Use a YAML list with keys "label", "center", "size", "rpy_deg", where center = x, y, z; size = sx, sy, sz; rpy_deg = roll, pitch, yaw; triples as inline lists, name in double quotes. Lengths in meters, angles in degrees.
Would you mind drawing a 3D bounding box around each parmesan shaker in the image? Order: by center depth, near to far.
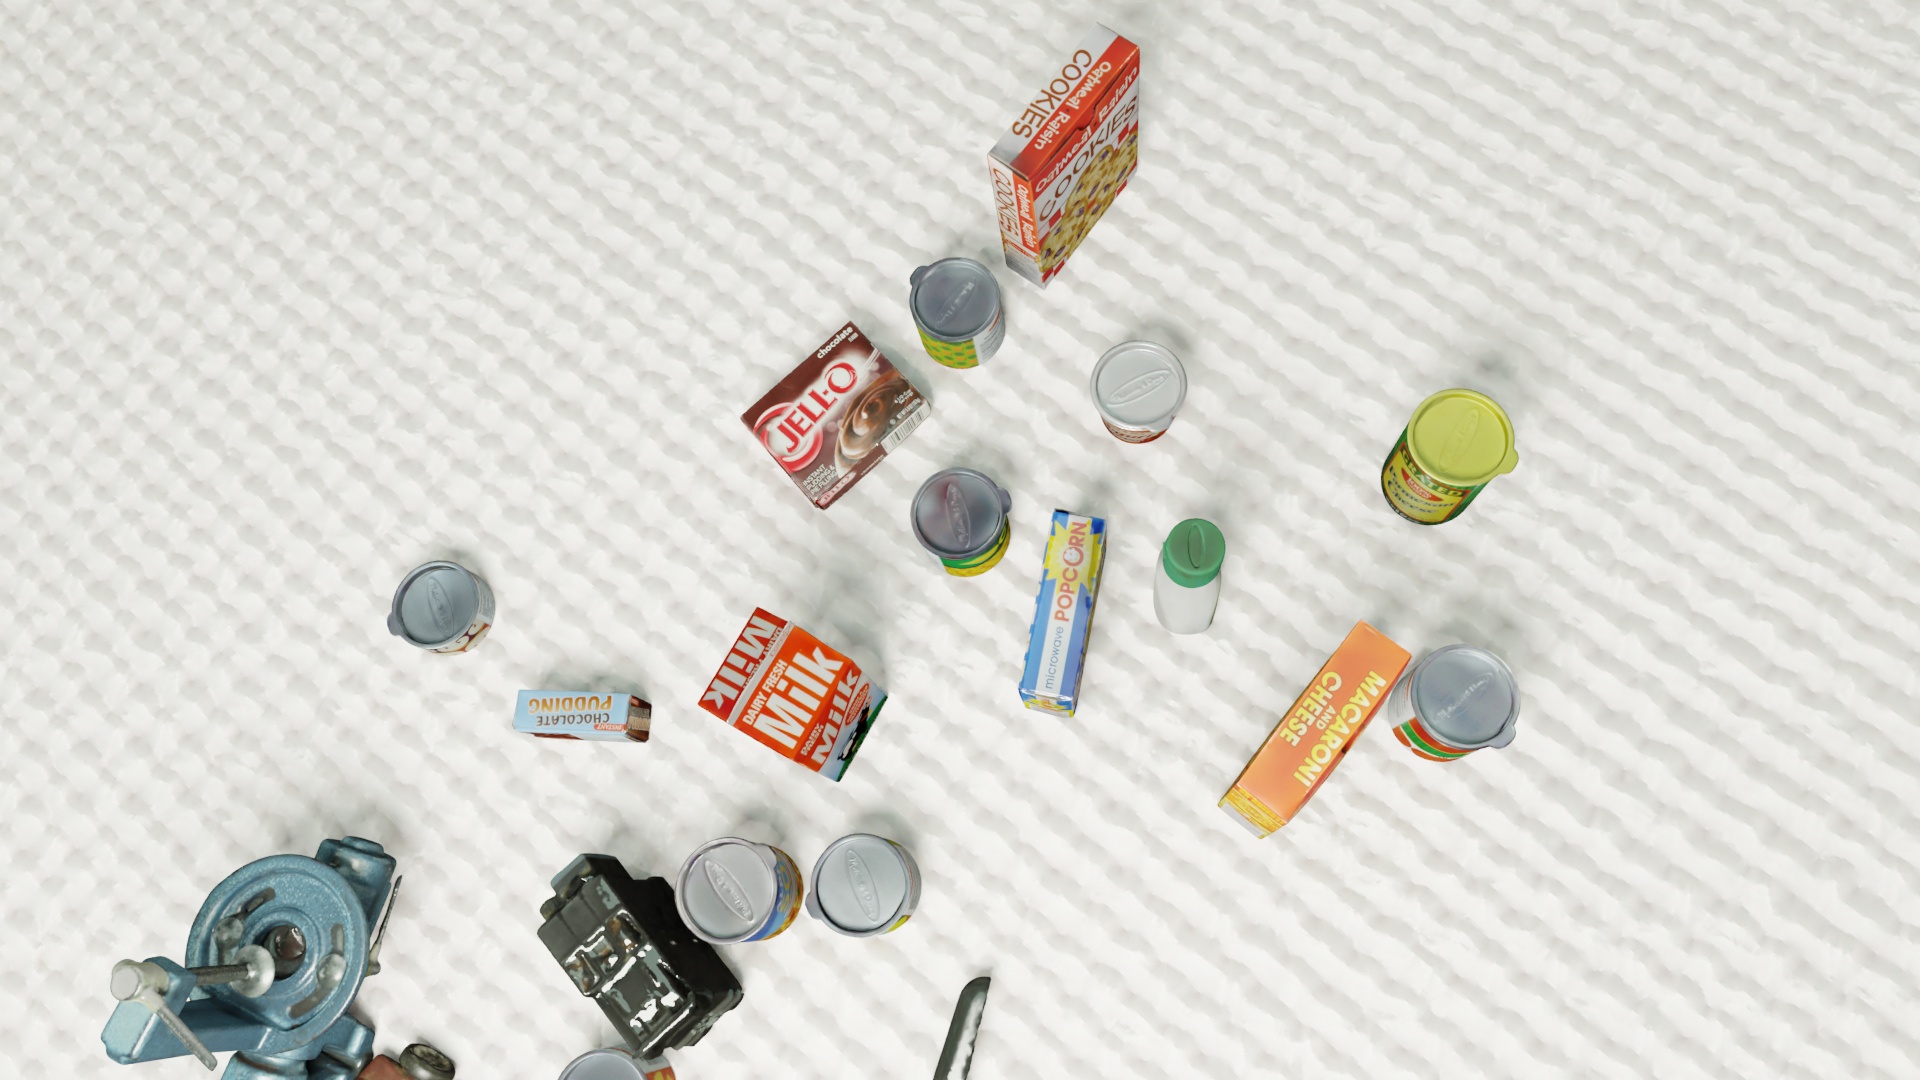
- label: "parmesan shaker"
  center: [0.327, -0.052, 0.935]
  size: [0.071, 0.103, 0.071]
  rpy_deg: [-2, 75, 6]

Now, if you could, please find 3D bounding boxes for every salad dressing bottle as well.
- label: "salad dressing bottle"
  center: [0.150, 0.023, 0.910]
  size: [0.044, 0.147, 0.064]
  rpy_deg: [-1, 75, 6]

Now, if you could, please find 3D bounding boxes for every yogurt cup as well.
- label: "yogurt cup"
  center: [0.127, -0.103, 0.996]
  size: [0.072, 0.054, 0.072]
  rpy_deg: [-2, 75, 6]

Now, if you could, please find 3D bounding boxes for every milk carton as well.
- label: "milk carton"
  center: [-0.108, 0.100, 0.895]
  size: [0.073, 0.190, 0.072]
  rpy_deg: [28, 80, 13]

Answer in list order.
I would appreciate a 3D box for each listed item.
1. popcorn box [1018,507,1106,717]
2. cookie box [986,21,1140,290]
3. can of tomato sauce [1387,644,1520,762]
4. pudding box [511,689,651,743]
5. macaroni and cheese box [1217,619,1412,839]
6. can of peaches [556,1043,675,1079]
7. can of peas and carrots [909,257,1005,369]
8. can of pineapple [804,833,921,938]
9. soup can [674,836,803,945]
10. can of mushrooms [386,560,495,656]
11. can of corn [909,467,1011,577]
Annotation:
- label: "popcorn box"
  center: [0.070, 0.051, 0.944]
  size: [0.038, 0.085, 0.127]
  rpy_deg: [10, 76, 9]
- label: "cookie box"
  center: [0.078, -0.267, 0.988]
  size: [0.040, 0.167, 0.123]
  rpy_deg: [36, 82, 14]
- label: "can of tomato sauce"
  center: [0.320, 0.108, 0.902]
  size: [0.071, 0.083, 0.071]
  rpy_deg: [-2, 75, 6]
- label: "pudding box"
  center: [-0.266, 0.124, 0.979]
  size: [0.084, 0.049, 0.030]
  rpy_deg: [1, 75, 7]
- label: "macaroni and cheese box"
  center: [0.217, 0.123, 0.866]
  size: [0.040, 0.166, 0.124]
  rpy_deg: [37, 82, 14]
- label: "can of peaches"
  center: [-0.225, 0.365, 0.903]
  size: [0.071, 0.058, 0.071]
  rpy_deg: [-2, 75, 6]
- label: "can of peas and carrots"
  center: [-0.003, -0.168, 1.026]
  size: [0.071, 0.058, 0.071]
  rpy_deg: [-2, 75, 6]
- label: "can of pineapple"
  center: [-0.063, 0.230, 0.923]
  size: [0.071, 0.057, 0.071]
  rpy_deg: [-2, 75, 6]
- label: "soup can"
  center: [-0.142, 0.230, 0.918]
  size: [0.071, 0.083, 0.071]
  rpy_deg: [-2, 75, 6]
- label: "can of mushrooms"
  center: [-0.381, 0.051, 1.020]
  size: [0.071, 0.033, 0.071]
  rpy_deg: [-2, 75, 6]
- label: "can of corn"
  center: [0.004, -0.012, 0.983]
  size: [0.071, 0.058, 0.071]
  rpy_deg: [-2, 75, 6]
